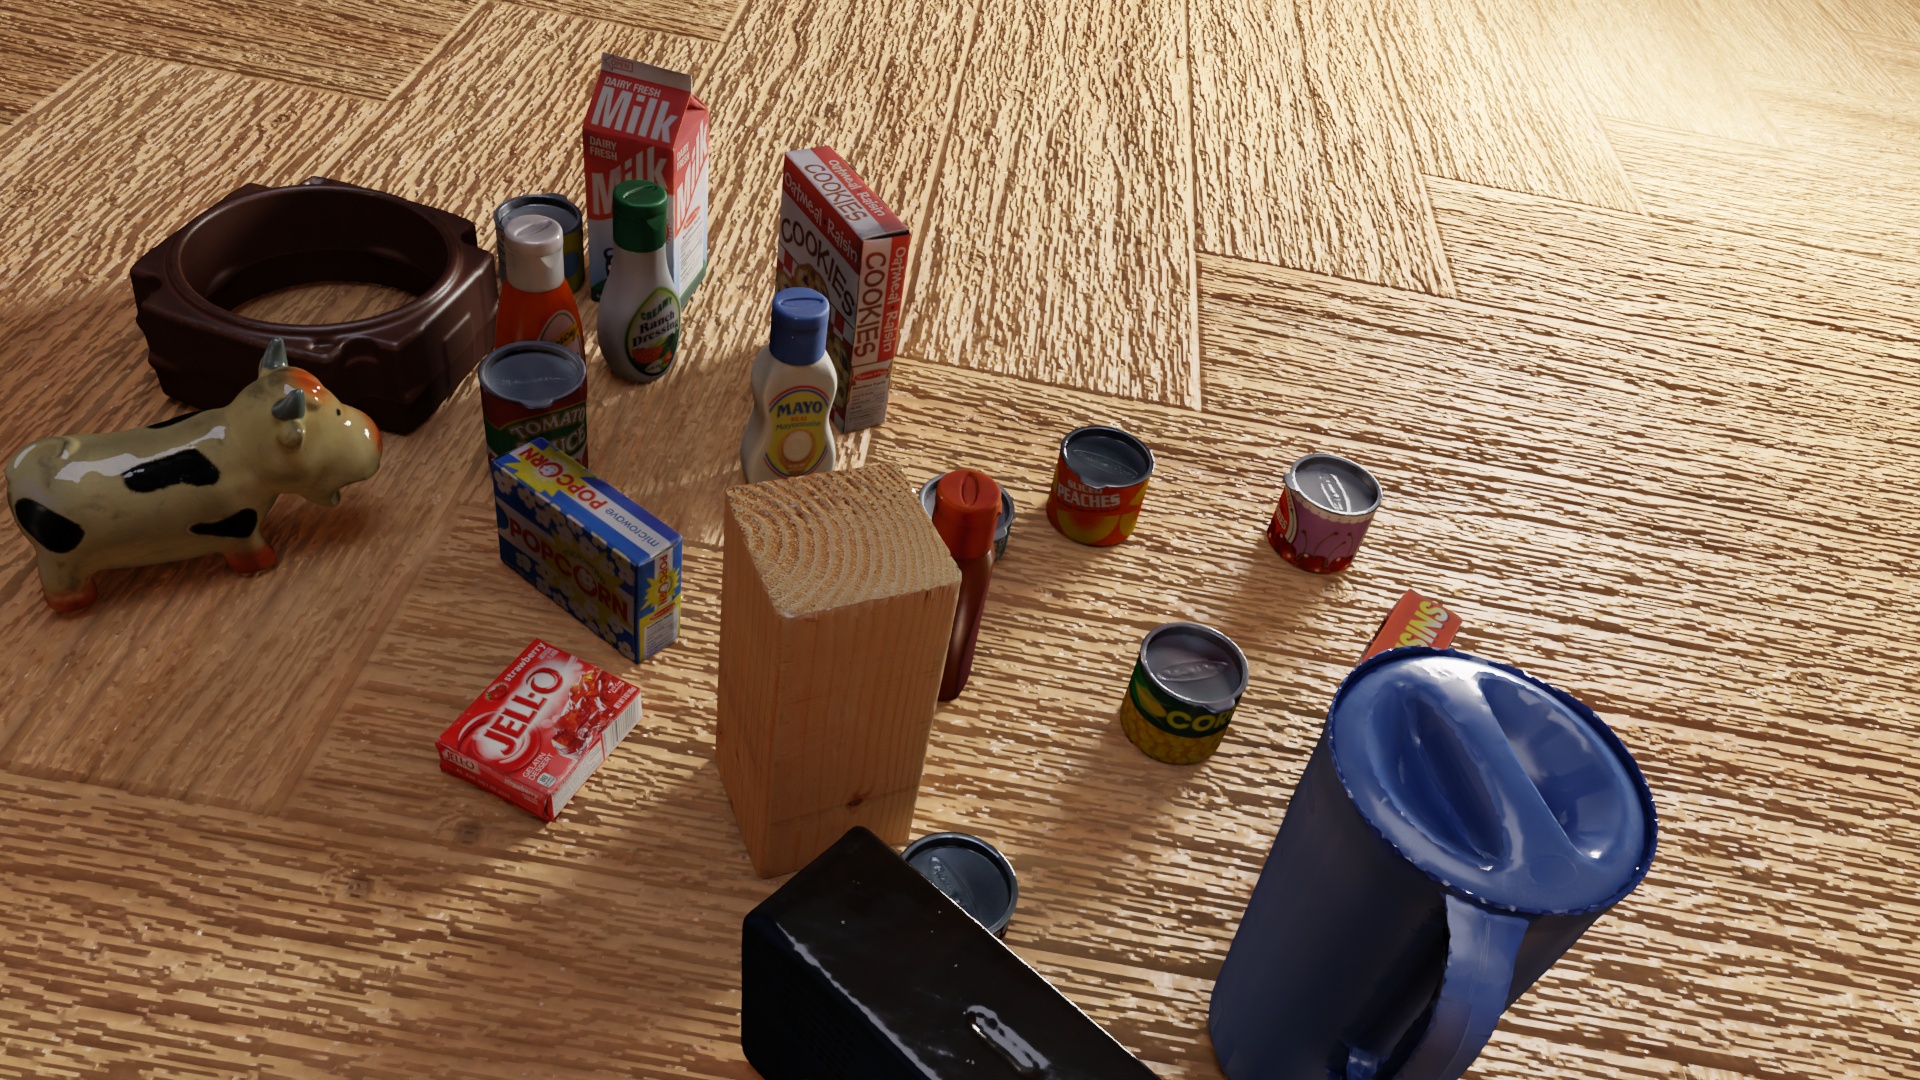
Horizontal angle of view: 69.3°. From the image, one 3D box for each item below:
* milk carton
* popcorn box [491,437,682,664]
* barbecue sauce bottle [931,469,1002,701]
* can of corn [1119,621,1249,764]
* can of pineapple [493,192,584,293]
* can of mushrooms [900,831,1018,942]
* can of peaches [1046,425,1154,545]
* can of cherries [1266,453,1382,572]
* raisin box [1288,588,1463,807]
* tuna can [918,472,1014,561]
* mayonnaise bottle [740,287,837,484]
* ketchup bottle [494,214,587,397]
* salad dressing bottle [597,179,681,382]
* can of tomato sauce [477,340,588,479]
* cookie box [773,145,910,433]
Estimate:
[{"bbox_3d":[-0.237,-0.271,1.054,0.072,0.189,0.074,15,42,4],"label":"milk carton"},{"bbox_3d":[-0.224,0.006,0.835,0.127,0.084,0.038,33,46,22],"label":"popcorn box"},{"bbox_3d":[-0.005,0.025,0.815,0.044,0.147,0.065,9,42,-3],"label":"barbecue sauce bottle"},{"bbox_3d":[0.135,0.094,0.837,0.071,0.058,0.071,6,42,-6],"label":"can of corn"},{"bbox_3d":[-0.327,-0.230,1.087,0.071,0.057,0.071,6,42,-6],"label":"can of pineapple"},{"bbox_3d":[-0.007,0.189,0.723,0.071,0.033,0.071,6,42,-6],"label":"can of mushrooms"},{"bbox_3d":[0.096,-0.037,0.971,0.071,0.057,0.071,6,42,-6],"label":"can of peaches"},{"bbox_3d":[0.255,-0.020,0.987,0.071,0.058,0.072,6,42,-6],"label":"can of cherries"},{"bbox_3d":[0.240,0.100,0.806,0.040,0.122,0.086,30,45,19],"label":"raisin box"},{"bbox_3d":[0.003,-0.012,0.942,0.071,0.032,0.071,6,42,-6],"label":"tuna can"},{"bbox_3d":[-0.111,-0.097,0.924,0.065,0.147,0.041,-7,45,-19],"label":"mayonnaise bottle"},{"bbox_3d":[-0.286,-0.147,0.939,0.043,0.148,0.065,31,46,20],"label":"ketchup bottle"},{"bbox_3d":[-0.229,-0.184,0.992,0.044,0.146,0.064,34,47,23],"label":"salad dressing bottle"},{"bbox_3d":[-0.279,-0.078,0.915,0.071,0.082,0.071,6,42,-6],"label":"can of tomato sauce"},{"bbox_3d":[-0.089,-0.181,1.005,0.040,0.166,0.123,-17,49,-28],"label":"cookie box"}]
